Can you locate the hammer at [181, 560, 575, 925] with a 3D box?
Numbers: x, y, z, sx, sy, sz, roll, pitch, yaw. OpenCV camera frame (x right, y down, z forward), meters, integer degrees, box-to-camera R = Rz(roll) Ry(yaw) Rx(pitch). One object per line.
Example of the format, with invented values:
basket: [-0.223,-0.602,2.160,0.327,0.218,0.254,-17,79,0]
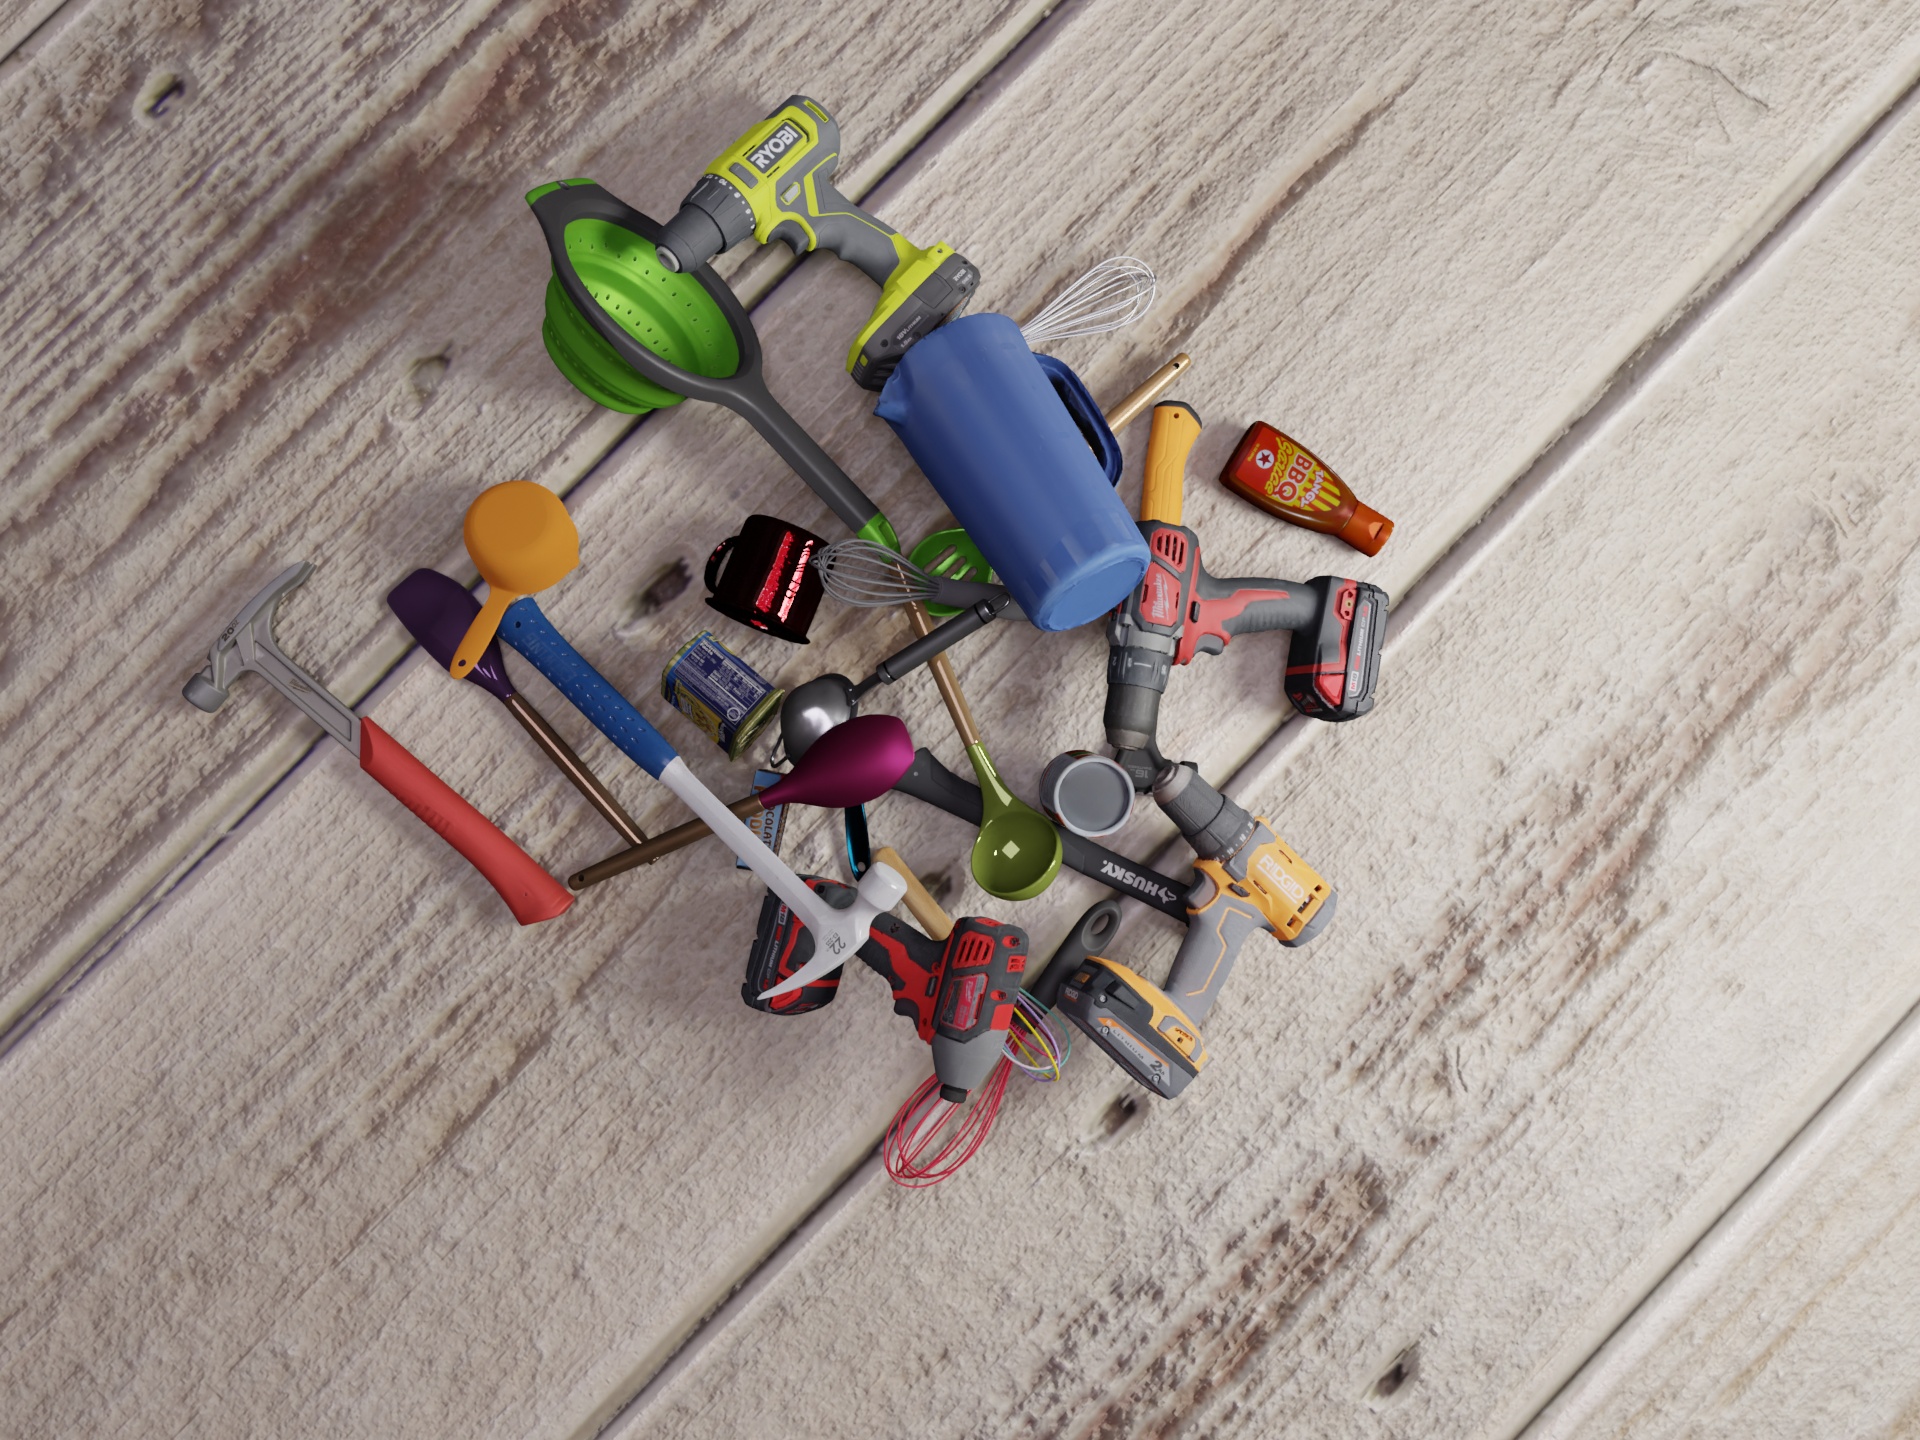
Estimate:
hammer: [-0.459,0.035,1.316,0.359,0.037,0.149,41,87,-1]

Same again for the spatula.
spatula: [-0.358,-0.002,1.331,0.060,0.018,0.316,-41,91,-6]

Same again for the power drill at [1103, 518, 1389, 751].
power drill: [0.225,-0.053,1.311,0.226,0.080,0.188,12,85,-14]

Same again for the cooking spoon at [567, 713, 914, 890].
cooking spoon: [-0.183,0.075,1.291,0.319,0.017,0.069,-24,77,13]

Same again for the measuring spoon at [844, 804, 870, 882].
measuring spoon: [-0.086,0.074,1.345,0.042,0.021,0.128,-3,95,23]

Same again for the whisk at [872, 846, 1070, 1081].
whisk: [0.006,0.193,1.294,0.051,0.047,0.245,-43,66,5]

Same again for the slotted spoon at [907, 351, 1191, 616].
slotted spoon: [0.077,-0.203,1.347,0.314,0.031,0.070,-42,92,-1]

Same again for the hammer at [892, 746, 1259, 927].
hammer: [0.091,0.114,1.346,0.334,0.035,0.146,25,87,-2]

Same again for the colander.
colander: [-0.211,-0.257,1.291,0.397,0.204,0.094,46,119,-6]

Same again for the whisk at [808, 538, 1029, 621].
whisk: [-0.018,-0.108,1.290,0.238,0.055,0.055,8,88,-36]

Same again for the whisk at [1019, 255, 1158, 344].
whisk: [0.054,-0.325,1.348,0.246,0.059,0.057,-25,118,1]

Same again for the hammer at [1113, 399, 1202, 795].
hammer: [0.156,-0.106,1.354,0.127,0.034,0.337,7,89,-4]

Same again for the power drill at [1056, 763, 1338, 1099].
power drill: [0.176,0.164,1.281,0.185,0.084,0.226,44,78,-13]

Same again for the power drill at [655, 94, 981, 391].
power drill: [-0.117,-0.381,1.304,0.228,0.080,0.190,41,69,-2]

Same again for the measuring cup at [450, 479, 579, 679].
measuring cup: [-0.376,-0.117,1.287,0.095,0.052,0.174,18,68,7]

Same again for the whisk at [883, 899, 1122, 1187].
whisk: [0.038,0.267,1.316,0.073,0.073,0.296,38,91,-2]

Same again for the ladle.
ladle: [-0.002,-0.004,1.301,0.078,0.062,0.320,-24,87,11]

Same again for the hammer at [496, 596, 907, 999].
hammer: [-0.230,0.050,1.274,0.406,0.035,0.144,42,100,14]

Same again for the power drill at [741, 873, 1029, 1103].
power drill: [-0.058,0.208,1.264,0.220,0.078,0.143,13,88,28]

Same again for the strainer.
strainer: [-0.068,-0.037,1.292,0.258,0.050,0.087,-31,50,17]
